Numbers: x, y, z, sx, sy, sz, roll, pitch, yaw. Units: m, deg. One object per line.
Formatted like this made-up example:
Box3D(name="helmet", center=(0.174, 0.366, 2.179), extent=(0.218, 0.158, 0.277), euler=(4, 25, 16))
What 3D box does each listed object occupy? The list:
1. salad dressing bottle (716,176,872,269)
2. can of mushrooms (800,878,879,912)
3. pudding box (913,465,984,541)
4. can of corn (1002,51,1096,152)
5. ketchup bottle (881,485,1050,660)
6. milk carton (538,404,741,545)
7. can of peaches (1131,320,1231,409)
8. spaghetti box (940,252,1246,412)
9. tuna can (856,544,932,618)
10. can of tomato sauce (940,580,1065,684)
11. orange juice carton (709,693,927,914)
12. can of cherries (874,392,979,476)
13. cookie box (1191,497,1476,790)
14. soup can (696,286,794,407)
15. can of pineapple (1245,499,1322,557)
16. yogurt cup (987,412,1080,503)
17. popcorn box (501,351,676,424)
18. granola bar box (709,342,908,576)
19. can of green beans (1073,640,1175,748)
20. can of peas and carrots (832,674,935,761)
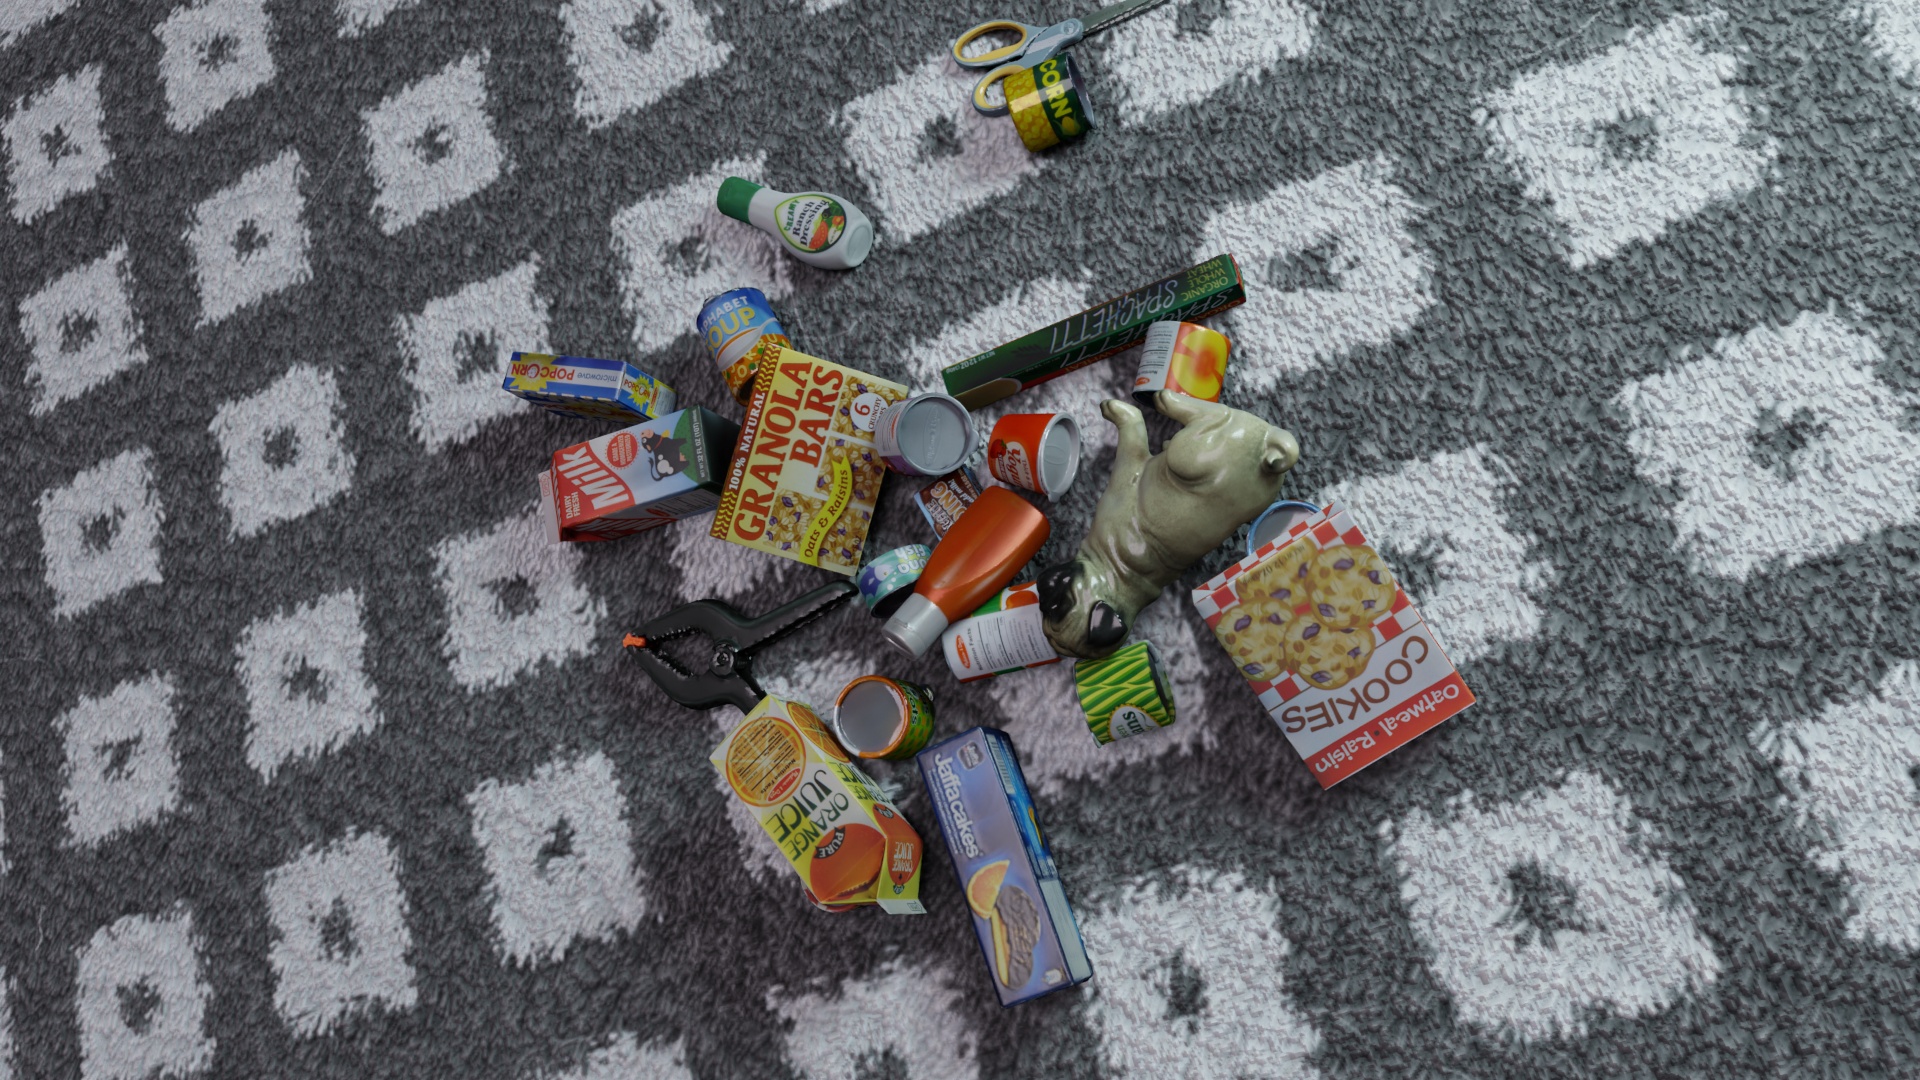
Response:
Box3D(name="salad dressing bottle", center=(-0.149, -0.286, 1.234), extent=(0.148, 0.044, 0.064), euler=(24, 90, 23))
Box3D(name="can of mushrooms", center=(-0.091, 0.264, 1.107), extent=(0.071, 0.033, 0.071), euler=(-4, 77, 19))
Box3D(name="pudding box", center=(0.004, -0.014, 1.129), extent=(0.049, 0.030, 0.084), euler=(-34, 69, 11))
Box3D(name="can of corn", center=(0.073, -0.364, 1.153), extent=(0.058, 0.071, 0.071), euler=(-18, 74, 17))
Box3D(name="ketchup bottle", center=(0.001, 0.026, 1.059), extent=(0.065, 0.043, 0.149), euler=(31, 67, 31))
Box3D(name="milk carton", center=(-0.288, -0.052, 1.223), extent=(0.190, 0.073, 0.072), euler=(-16, 74, 17))
Box3D(name="can of peaches", center=(0.173, -0.131, 1.073), extent=(0.071, 0.071, 0.058), euler=(11, 83, 22))
Box3D(name="spaghetti box", center=(0.106, -0.164, 1.111), extent=(0.250, 0.050, 0.029), euler=(-20, 75, 15))
Box3D(name="tuna can", center=(-0.047, 0.032, 1.118), extent=(0.071, 0.071, 0.033), euler=(-31, 70, 12))
Box3D(name="can of tomato sauce", center=(0.034, 0.070, 1.083), extent=(0.083, 0.071, 0.071), euler=(-15, 75, 17))
Box3D(name="orange juice carton", center=(-0.099, 0.213, 1.063), extent=(0.073, 0.071, 0.193), euler=(-46, 65, 4))
Box3D(name="can of cherries", center=(-0.028, -0.084, 1.127), extent=(0.071, 0.058, 0.071), euler=(0, 90, -22))
Box3D(name="cookie box", center=(0.260, 0.074, 0.972), extent=(0.123, 0.040, 0.167), euler=(-34, 98, 13))
Box3D(name="soup can", center=(-0.185, -0.168, 1.209), extent=(0.071, 0.071, 0.084), euler=(-34, 70, 11))
Box3D(name="can of pineapple", center=(0.245, 0.005, 1.020), extent=(0.071, 0.058, 0.071), euler=(-4, 78, 20))
Box3D(name="yogurt cup", center=(0.057, -0.071, 1.104), extent=(0.054, 0.072, 0.072), euler=(10, 83, 30))
Box3D(name="popcorn box", center=(-0.332, -0.135, 1.249), extent=(0.127, 0.085, 0.038), euler=(8, 81, 22))
Box3D(name="granola bar box", center=(-0.126, -0.065, 1.153), extent=(0.124, 0.039, 0.165), euler=(16, 84, -11))
Box3D(name="can of green beans", center=(0.123, 0.114, 1.039), extent=(0.058, 0.071, 0.071), euler=(-19, 74, 16))
Box3D(name="can of peas and carrots", center=(-0.059, 0.140, 1.106), extent=(0.071, 0.058, 0.071), euler=(-4, 79, 20))
